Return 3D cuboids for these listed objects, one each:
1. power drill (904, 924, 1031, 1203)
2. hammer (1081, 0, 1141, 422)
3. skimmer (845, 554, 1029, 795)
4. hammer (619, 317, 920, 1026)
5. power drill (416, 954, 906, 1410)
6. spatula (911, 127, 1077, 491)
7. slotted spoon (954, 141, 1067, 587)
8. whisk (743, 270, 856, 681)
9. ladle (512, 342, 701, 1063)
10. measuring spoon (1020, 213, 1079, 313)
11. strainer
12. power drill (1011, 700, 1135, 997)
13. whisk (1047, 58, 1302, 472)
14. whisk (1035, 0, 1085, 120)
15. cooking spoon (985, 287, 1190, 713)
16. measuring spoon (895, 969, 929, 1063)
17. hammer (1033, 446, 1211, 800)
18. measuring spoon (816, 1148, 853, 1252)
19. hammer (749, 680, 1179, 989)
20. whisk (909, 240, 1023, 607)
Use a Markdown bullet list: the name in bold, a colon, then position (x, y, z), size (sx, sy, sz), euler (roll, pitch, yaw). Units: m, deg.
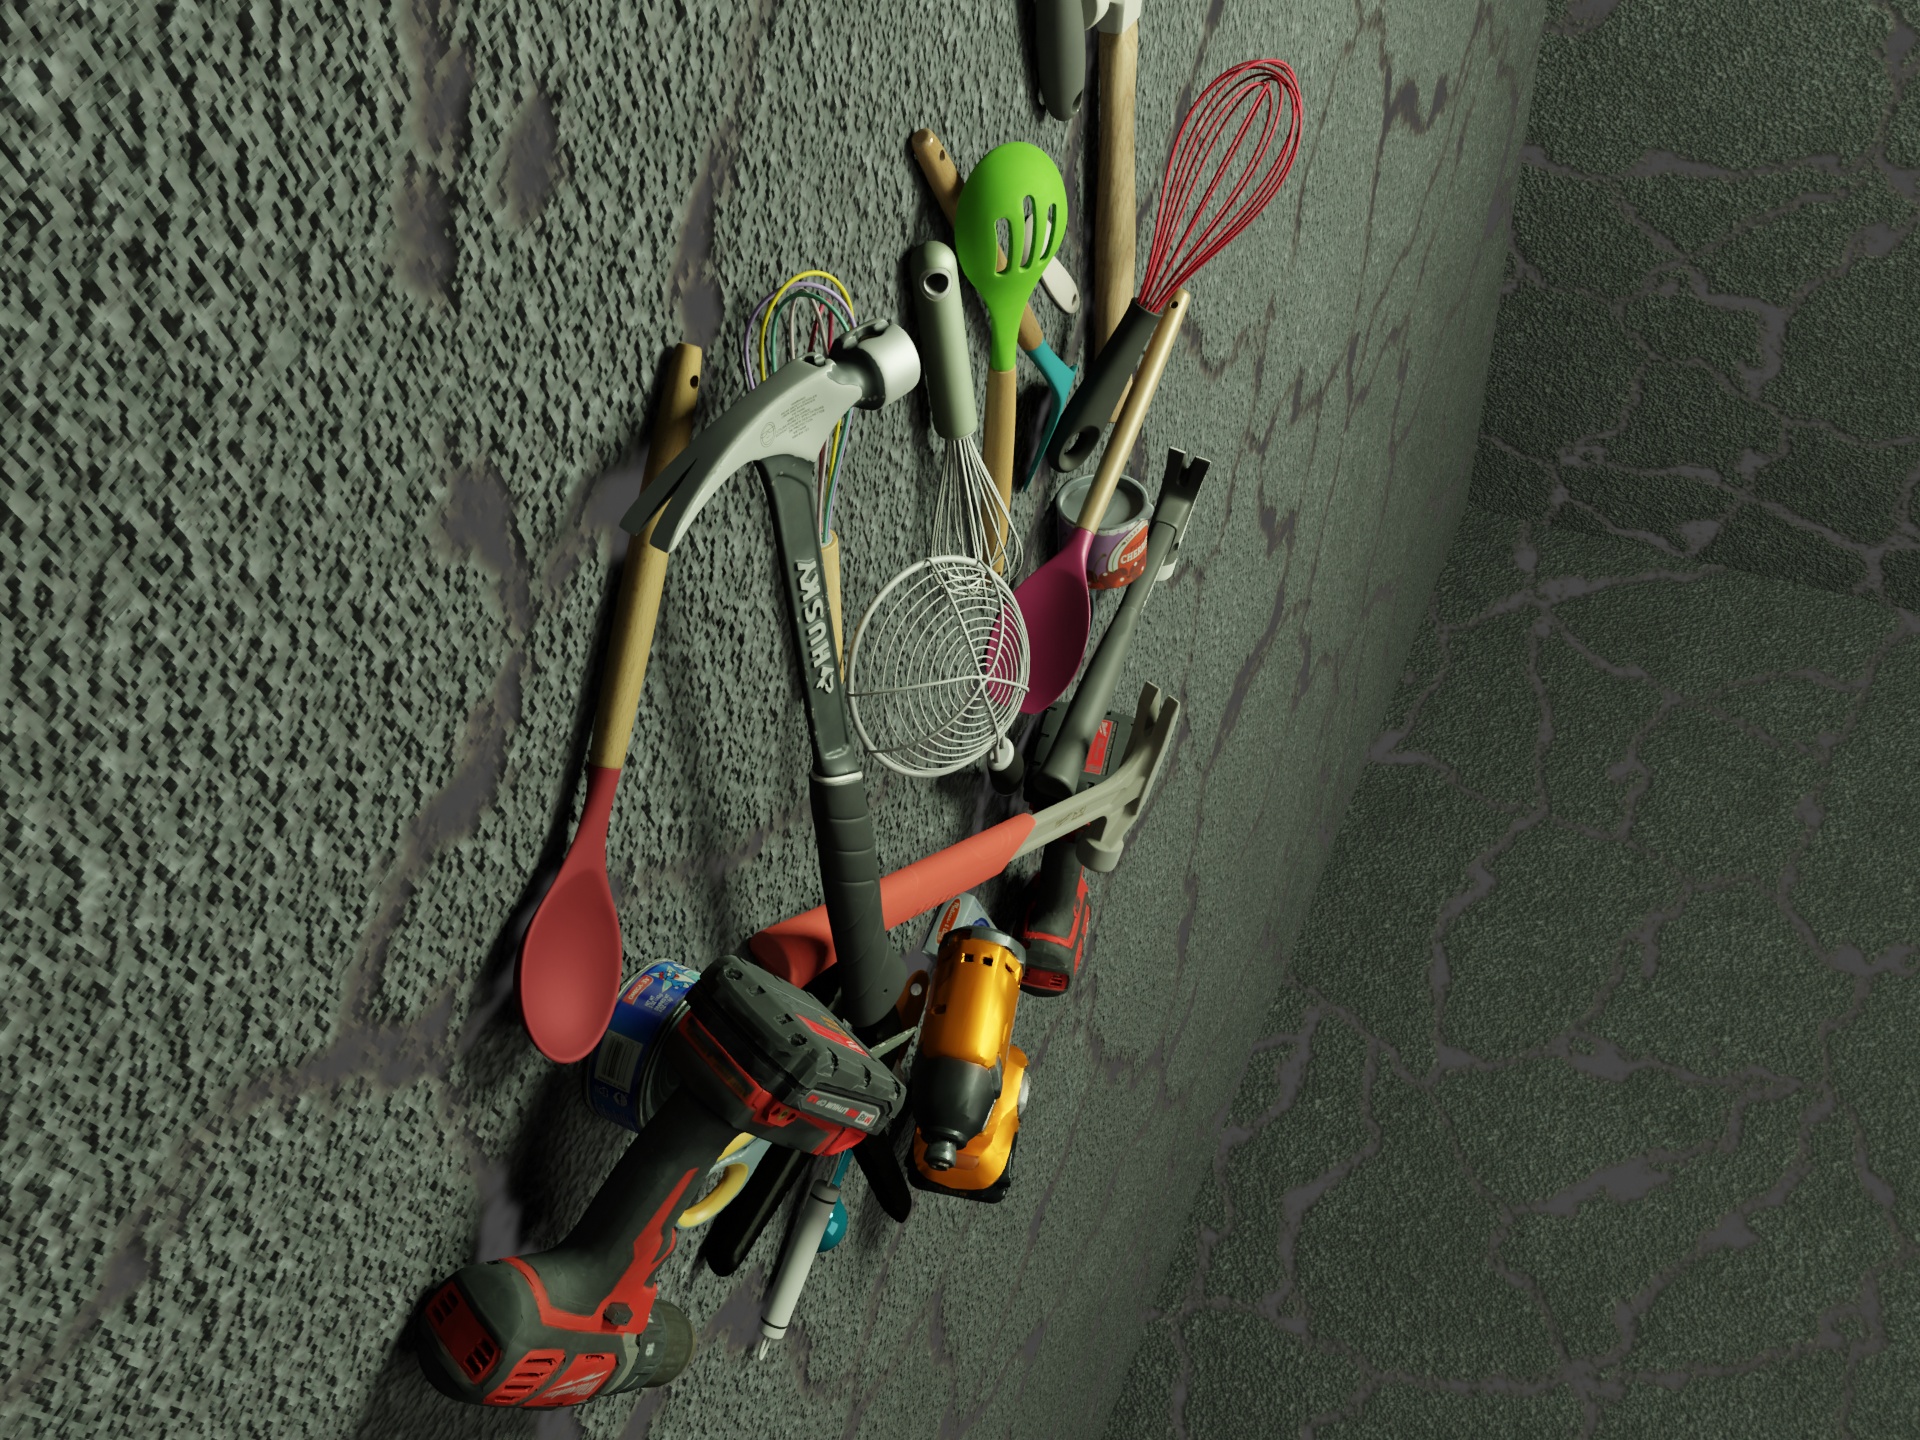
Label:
- **power drill**: position (0.002, 0.267, 1.137), size (0.226, 0.084, 0.164), euler (89, 13, -56)
- **hammer**: position (0.102, -0.342, 1.041), size (0.130, 0.031, 0.331), euler (-55, 154, -37)
- **skimmer**: position (-0.002, -0.003, 1.018), size (0.127, 0.090, 0.363), euler (-61, 172, -8)
- **hammer**: position (-0.066, 0.016, 0.784), size (0.149, 0.036, 0.408), euler (-38, 141, -32)
- **power drill**: position (-0.132, 0.238, 0.772), size (0.227, 0.080, 0.187), euler (-49, 150, -4)
- **spatula**: position (0.024, -0.239, 0.941), size (0.082, 0.044, 0.317), euler (-68, 154, -13)
- **slotted spoon**: position (0.026, -0.190, 0.936), size (0.070, 0.031, 0.313), euler (-24, 146, -20)
- **whisk**: position (-0.068, -0.108, 0.786), size (0.244, 0.051, 0.047), euler (91, 21, -43)
- **ladle**: position (-0.149, -0.006, 0.688), size (0.069, 0.031, 0.315), euler (-3, 108, -65)
- **measuring spoon**: position (0.063, -0.283, 1.006), size (0.124, 0.018, 0.034), euler (20, 88, -70)
- **strainer**: position (-0.087, 0.313, 1.079), size (0.087, 0.050, 0.258), euler (34, 78, -83)
- **power drill**: position (0.086, 0.101, 1.275), size (0.143, 0.078, 0.219), euler (-70, 170, -53)
- **whisk**: position (0.132, -0.286, 1.033), size (0.295, 0.073, 0.073), euler (-60, 167, 29)
- **whisk**: position (0.050, -0.419, 0.837), size (0.055, 0.055, 0.238), euler (-62, 161, -26)
- **cooking spoon**: position (0.096, -0.154, 1.103), size (0.319, 0.069, 0.017), euler (-68, 158, -5)
- **measuring spoon**: position (-0.048, 0.232, 1.130), size (0.011, 0.021, 0.117), euler (65, 46, -77)
- **hammer**: position (0.123, -0.070, 1.219), size (0.146, 0.035, 0.335), euler (102, 11, -51)
- **measuring spoon**: position (-0.076, 0.318, 1.129), size (0.129, 0.021, 0.042), euler (-68, 159, -12)
- **hammer**: position (0.013, 0.081, 1.011), size (0.359, 0.037, 0.149), euler (-20, 137, -46)
- **whisk**: position (-0.001, -0.163, 0.915), size (0.059, 0.058, 0.246), euler (-101, -179, -45)
